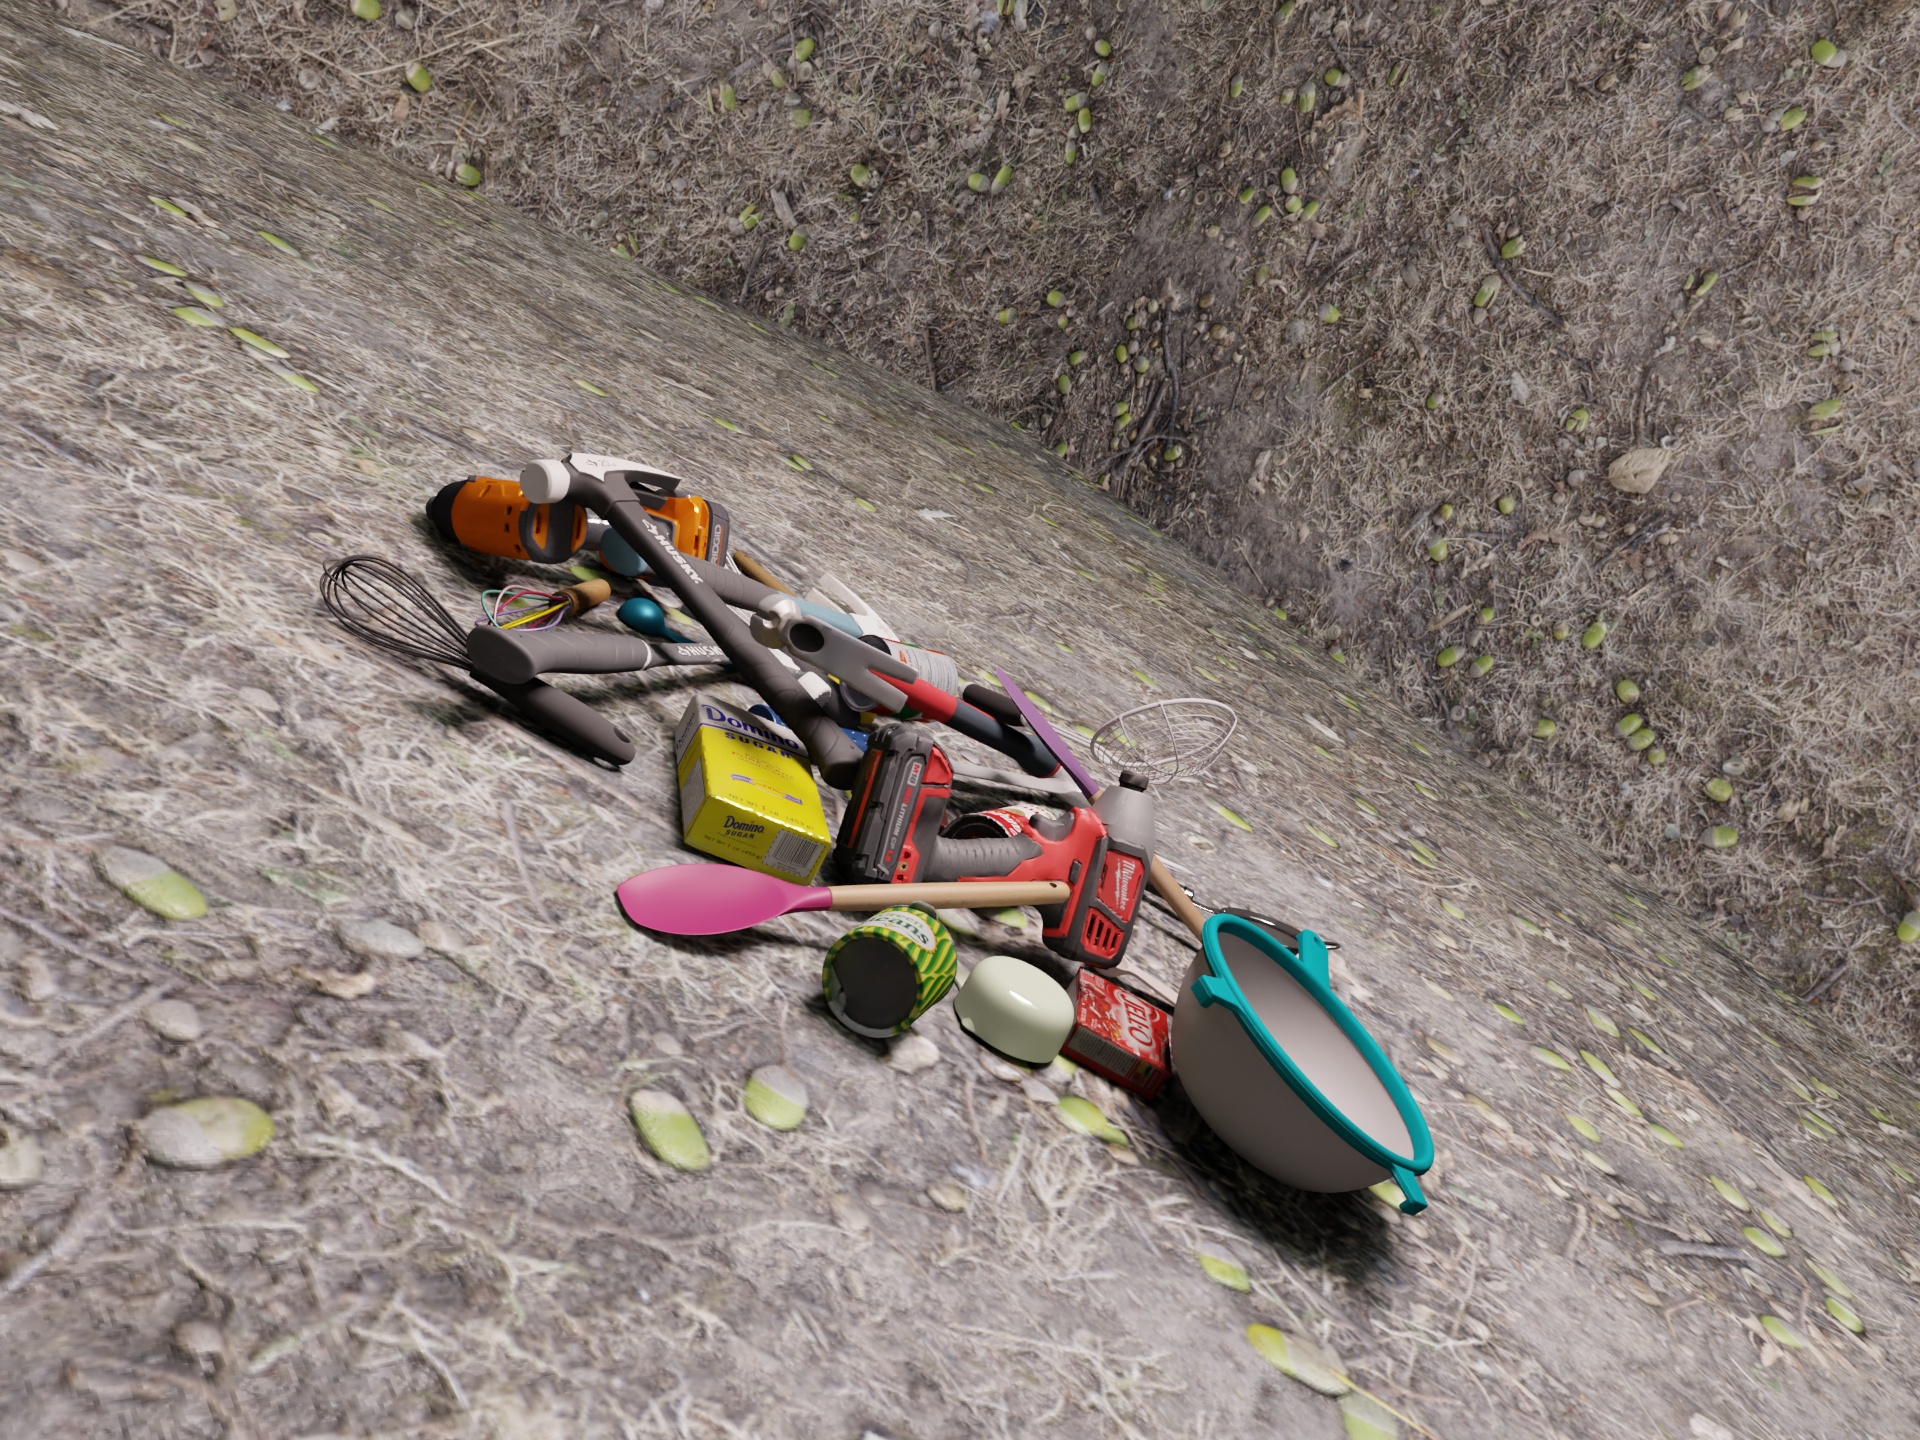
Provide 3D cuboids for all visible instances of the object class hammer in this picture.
[{"bbox_3d":[-0.168,-0.103,1.360,0.330,0.033,0.128,17,30,-50],"label":"hammer"},{"bbox_3d":[-0.178,-0.077,1.188,0.335,0.035,0.146,47,25,13],"label":"hammer"},{"bbox_3d":[-0.015,0.040,1.374,0.405,0.035,0.144,13,23,-45],"label":"hammer"},{"bbox_3d":[-0.233,-0.053,1.189,0.149,0.036,0.409,41,14,13],"label":"hammer"},{"bbox_3d":[-0.002,-0.004,1.245,0.143,0.038,0.386,28,1,32],"label":"hammer"}]

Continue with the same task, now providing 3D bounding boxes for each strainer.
[{"bbox_3d":[0.222,0.228,1.123,0.211,0.095,0.340,45,15,2],"label":"strainer"},{"bbox_3d":[0.203,0.160,1.392,0.258,0.050,0.087,26,10,5],"label":"strainer"}]

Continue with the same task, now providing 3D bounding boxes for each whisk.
[{"bbox_3d":[-0.318,-0.087,1.225,0.051,0.047,0.245,42,12,-4],"label":"whisk"},{"bbox_3d":[-0.321,-0.038,1.064,0.239,0.055,0.055,33,16,-7],"label":"whisk"},{"bbox_3d":[-0.184,-0.084,1.428,0.285,0.070,0.070,44,20,24],"label":"whisk"}]

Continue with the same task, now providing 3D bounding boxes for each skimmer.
[{"bbox_3d":[0.108,-0.016,1.488,0.127,0.090,0.364,9,9,-34],"label":"skimmer"}]

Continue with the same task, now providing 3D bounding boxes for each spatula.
[{"bbox_3d":[0.127,0.081,1.331,0.316,0.018,0.060,51,10,-6],"label":"spatula"}]

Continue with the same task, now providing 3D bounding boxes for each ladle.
[{"bbox_3d":[-0.136,-0.090,1.565,0.316,0.031,0.069,40,17,36],"label":"ladle"}]

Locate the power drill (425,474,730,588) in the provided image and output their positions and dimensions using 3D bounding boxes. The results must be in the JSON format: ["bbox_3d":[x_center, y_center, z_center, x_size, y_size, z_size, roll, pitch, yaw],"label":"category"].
[{"bbox_3d":[-0.324,-0.163,1.335,0.164,0.084,0.226,12,7,35],"label":"power drill"}]

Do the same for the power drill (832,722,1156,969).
[{"bbox_3d":[0.033,0.081,1.122,0.219,0.143,0.078,18,-3,-16],"label":"power drill"}]

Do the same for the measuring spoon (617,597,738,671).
[{"bbox_3d":[-0.230,-0.074,1.361,0.128,0.021,0.042,25,17,-16],"label":"measuring spoon"}]

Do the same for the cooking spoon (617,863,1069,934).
[{"bbox_3d":[-0.062,0.113,1.007,0.318,0.017,0.069,2,30,-32],"label":"cooking spoon"}]

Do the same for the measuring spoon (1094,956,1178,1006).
[{"bbox_3d":[0.146,0.208,1.206,0.124,0.018,0.034,35,16,-8],"label":"measuring spoon"}]

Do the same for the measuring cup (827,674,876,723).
[{"bbox_3d":[-0.136,-0.052,1.445,0.156,0.029,0.062,37,17,16],"label":"measuring cup"}]

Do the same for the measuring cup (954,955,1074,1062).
[{"bbox_3d":[0.012,0.161,1.061,0.083,0.038,0.168,12,23,-47],"label":"measuring cup"}]
